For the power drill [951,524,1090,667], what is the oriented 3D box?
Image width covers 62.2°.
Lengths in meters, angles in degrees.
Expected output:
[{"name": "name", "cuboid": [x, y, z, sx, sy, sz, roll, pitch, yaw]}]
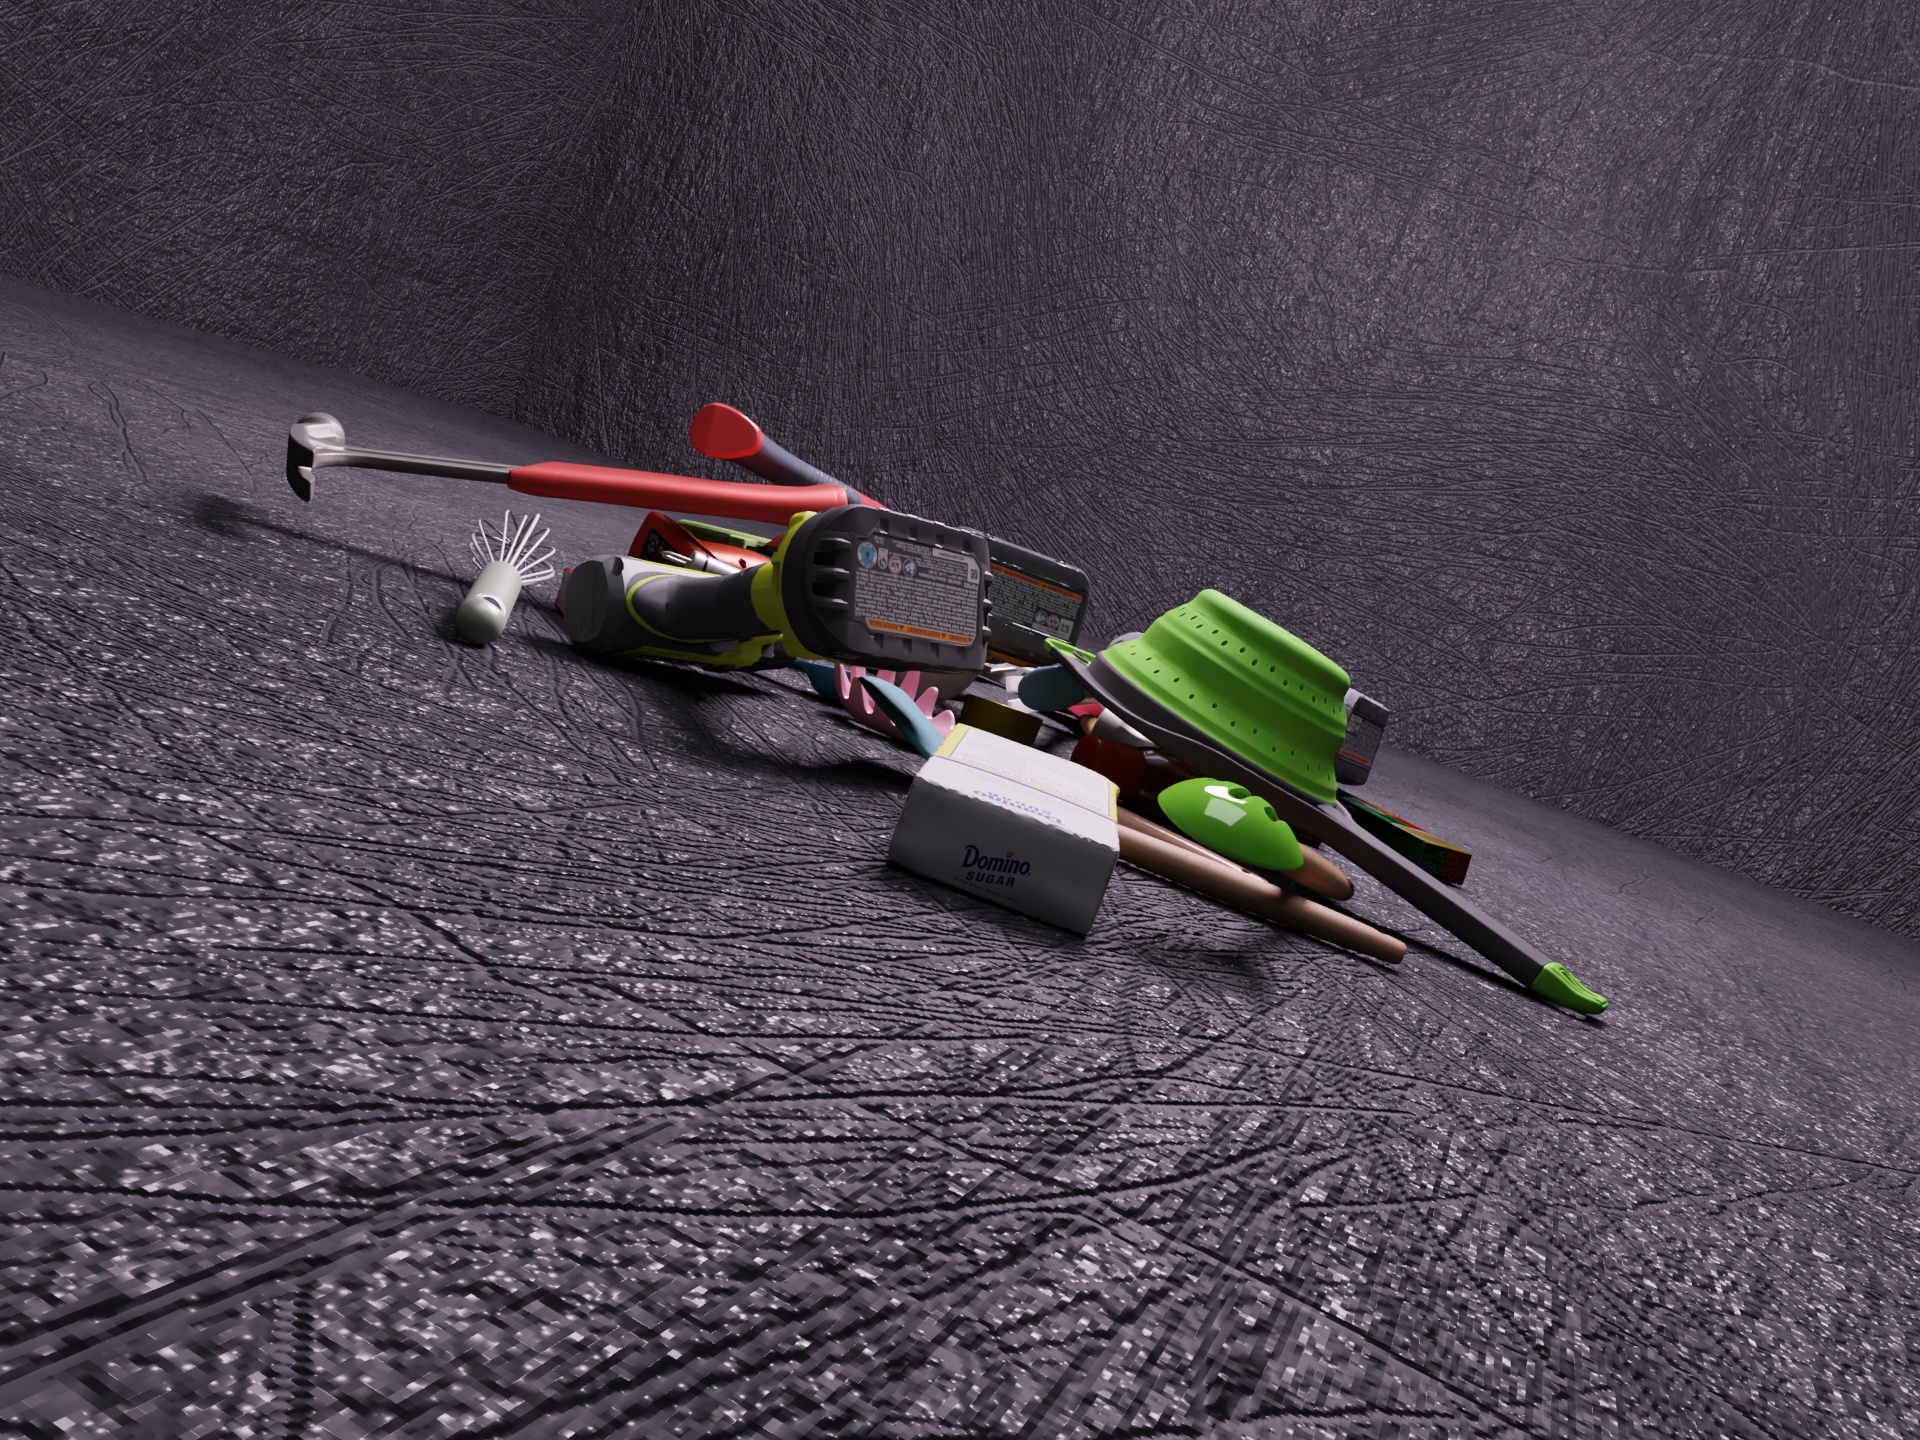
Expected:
[{"name": "power drill", "cuboid": [-0.014, -0.099, 1.251, 0.185, 0.084, 0.226, 19, -4, -16]}]

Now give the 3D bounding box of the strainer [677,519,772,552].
[{"name": "strainer", "cuboid": [-0.136, -0.115, 1.406, 0.256, 0.069, 0.152, 13, 3, -36]}]

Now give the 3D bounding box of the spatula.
[{"name": "spatula", "cuboid": [0.087, 0.054, 0.849, 0.317, 0.044, 0.082, 22, 3, 11]}]

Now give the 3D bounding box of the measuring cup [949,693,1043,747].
[{"name": "measuring cup", "cuboid": [-0.002, -0.004, 1.148, 0.062, 0.029, 0.157, 20, -4, -36]}]

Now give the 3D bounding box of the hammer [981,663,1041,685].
[{"name": "hammer", "cuboid": [-0.056, -0.062, 1.378, 0.146, 0.038, 0.410, 25, 9, 27]}]

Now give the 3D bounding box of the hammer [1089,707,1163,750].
[{"name": "hammer", "cuboid": [0.196, 0.035, 1.278, 0.130, 0.031, 0.331, 31, 7, 15]}]

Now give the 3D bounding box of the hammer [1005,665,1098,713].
[{"name": "hammer", "cuboid": [0.084, -0.024, 1.208, 0.128, 0.033, 0.331, -6, 0, 9]}]

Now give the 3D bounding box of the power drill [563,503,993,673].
[{"name": "power drill", "cuboid": [-0.094, -0.063, 0.904, 0.223, 0.080, 0.171, -2, -7, 45]}]

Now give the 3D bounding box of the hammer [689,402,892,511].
[{"name": "hammer", "cuboid": [-0.103, -0.173, 1.258, 0.143, 0.038, 0.386, 10, -4, 27]}]

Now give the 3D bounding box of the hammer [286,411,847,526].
[{"name": "hammer", "cuboid": [-0.244, -0.153, 1.035, 0.359, 0.036, 0.149, 4, 17, -24]}]

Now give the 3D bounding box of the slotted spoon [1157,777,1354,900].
[{"name": "slotted spoon", "cuboid": [0.170, 0.070, 0.822, 0.070, 0.031, 0.313, 33, 2, 26]}]

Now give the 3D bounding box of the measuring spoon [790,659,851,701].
[{"name": "measuring spoon", "cuboid": [-0.125, -0.032, 1.066, 0.128, 0.021, 0.042, 11, -4, 9]}]

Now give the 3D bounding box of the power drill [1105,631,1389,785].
[{"name": "power drill", "cuboid": [0.254, -0.013, 1.406, 0.227, 0.084, 0.164, 20, 2, 31]}]

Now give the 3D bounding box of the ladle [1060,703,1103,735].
[{"name": "ladle", "cuboid": [0.110, 0.007, 1.338, 0.069, 0.031, 0.315, 16, 9, -8]}]

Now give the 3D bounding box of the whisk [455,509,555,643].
[{"name": "whisk", "cuboid": [-0.270, -0.082, 0.931, 0.057, 0.059, 0.246, 36, 7, -18]}]

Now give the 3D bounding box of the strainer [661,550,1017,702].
[{"name": "strainer", "cuboid": [-0.081, -0.060, 1.063, 0.258, 0.050, 0.087, 23, -6, -21]}]

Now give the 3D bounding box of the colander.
[{"name": "colander", "cuboid": [0.233, 0.025, 0.964, 0.397, 0.094, 0.204, 38, 11, 29]}]

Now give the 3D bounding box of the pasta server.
[{"name": "pasta server", "cuboid": [0.044, 0.030, 0.944, 0.316, 0.040, 0.060, 25, 21, 32]}]
